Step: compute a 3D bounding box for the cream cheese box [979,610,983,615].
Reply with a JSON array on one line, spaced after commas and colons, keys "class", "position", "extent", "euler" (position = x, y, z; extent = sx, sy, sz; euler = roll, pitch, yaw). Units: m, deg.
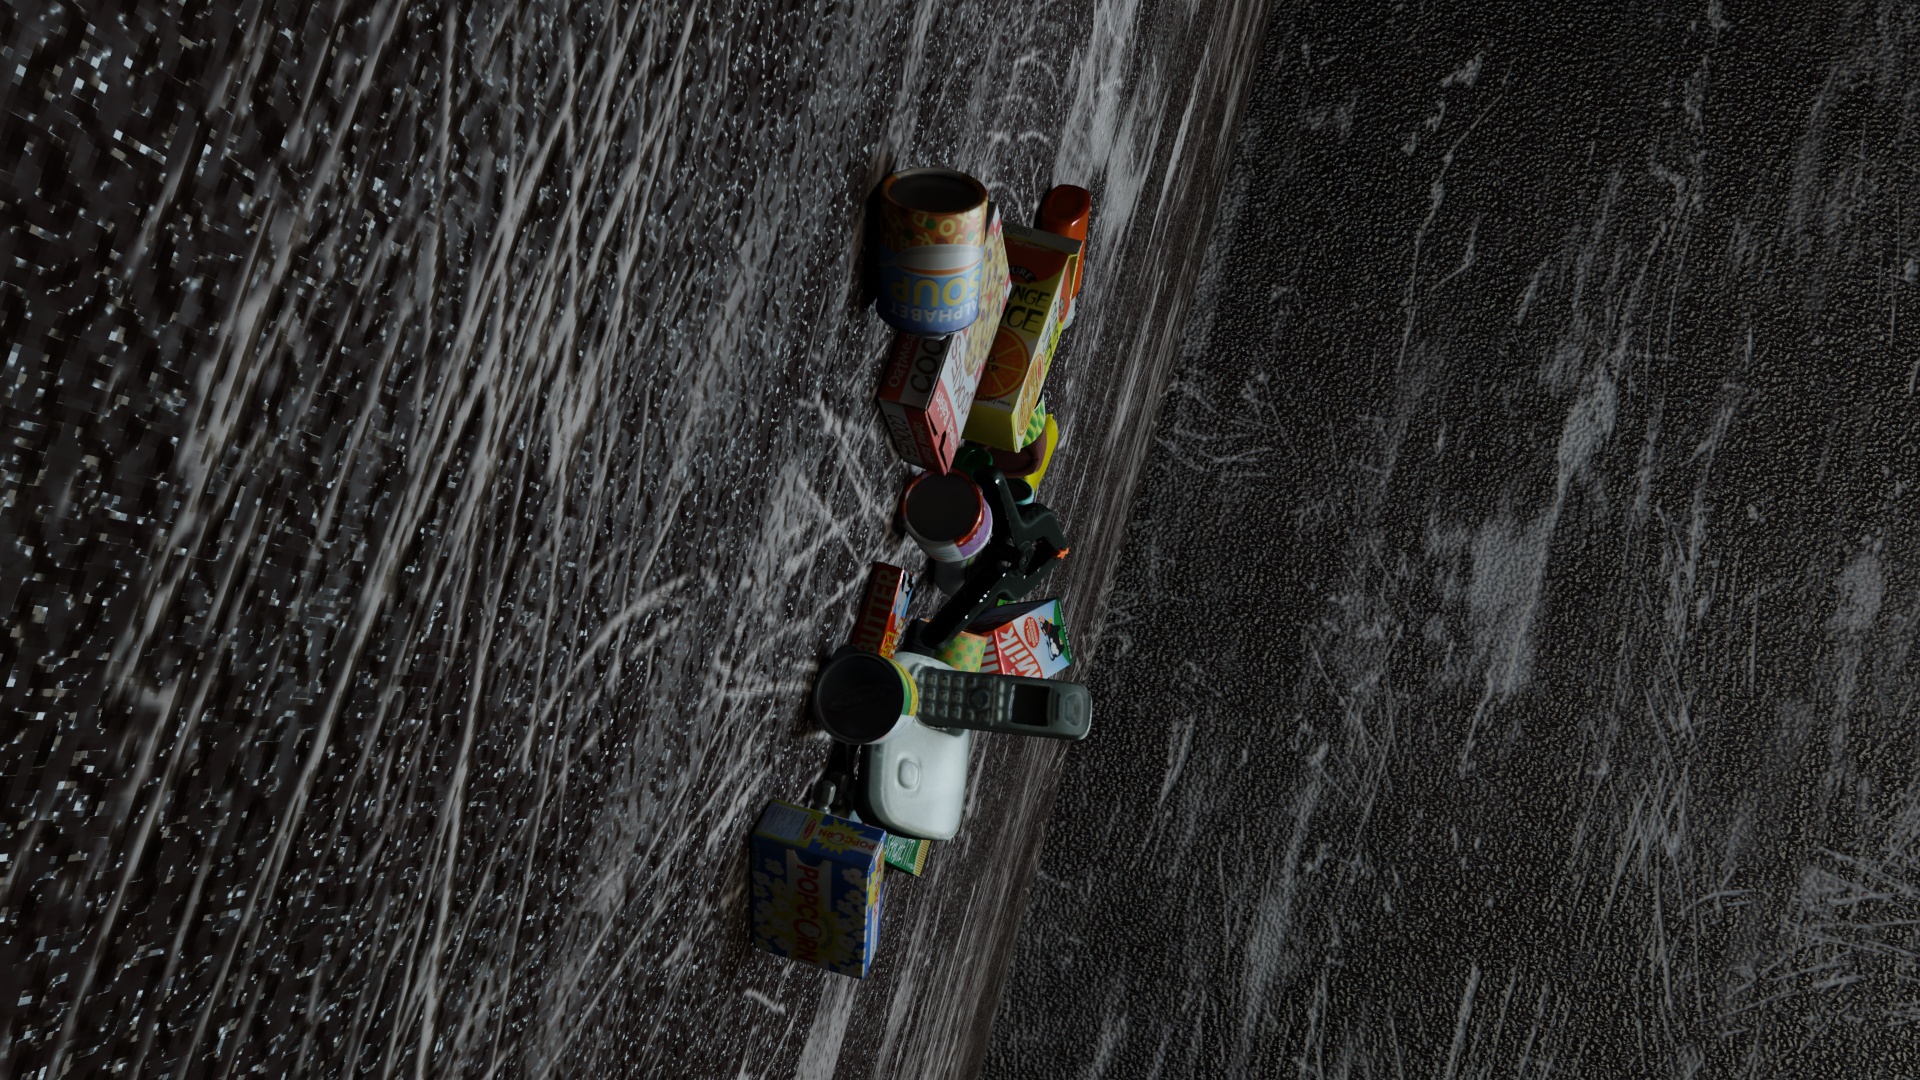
[{"class": "cream cheese box", "position": [0.014, 0.036, 1.403], "extent": [0.103, 0.024, 0.053], "euler": [69, 37, -71]}]

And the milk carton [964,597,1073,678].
[{"class": "milk carton", "position": [0.035, 0.113, 1.367], "extent": [0.191, 0.073, 0.072], "euler": [-18, 98, -60]}]

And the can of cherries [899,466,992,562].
[{"class": "can of cherries", "position": [-0.010, -0.023, 1.101], "extent": [0.058, 0.071, 0.071], "euler": [55, 51, -74]}]

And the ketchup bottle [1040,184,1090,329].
[{"class": "ketchup bottle", "position": [0.099, -0.273, 1.365], "extent": [0.148, 0.043, 0.065], "euler": [91, 19, -51]}]

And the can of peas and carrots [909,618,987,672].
[{"class": "can of peas and carrots", "position": [-0.012, 0.106, 1.250], "extent": [0.071, 0.071, 0.058], "euler": [17, 87, -79]}]

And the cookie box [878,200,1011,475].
[{"class": "cookie box", "position": [-0.008, -0.148, 1.017], "extent": [0.122, 0.040, 0.168], "euler": [71, 36, -71]}]

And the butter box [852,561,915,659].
[{"class": "butter box", "position": [-0.063, 0.070, 1.070], "extent": [0.053, 0.024, 0.103], "euler": [46, 59, -78]}]

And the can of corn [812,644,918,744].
[{"class": "can of corn", "position": [-0.068, 0.112, 1.001], "extent": [0.058, 0.071, 0.071], "euler": [47, 58, -77]}]

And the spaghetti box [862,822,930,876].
[{"class": "spaghetti box", "position": [-0.063, 0.290, 1.345], "extent": [0.249, 0.029, 0.050], "euler": [69, 37, -72]}]

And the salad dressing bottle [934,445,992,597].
[{"class": "salad dressing bottle", "position": [0.004, -0.016, 1.236], "extent": [0.064, 0.044, 0.146], "euler": [-52, 155, -44]}]

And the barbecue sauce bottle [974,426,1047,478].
[{"class": "barbecue sauce bottle", "position": [0.052, -0.103, 1.321], "extent": [0.149, 0.065, 0.043], "euler": [-71, 163, -67]}]

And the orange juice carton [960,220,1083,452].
[{"class": "orange juice carton", "position": [0.040, -0.176, 1.135], "extent": [0.072, 0.072, 0.193], "euler": [79, 29, -66]}]

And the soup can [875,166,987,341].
[{"class": "soup can", "position": [-0.018, -0.177, 0.857], "extent": [0.072, 0.071, 0.083], "euler": [-62, 163, -48]}]

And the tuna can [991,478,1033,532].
[{"class": "tuna can", "position": [0.036, -0.037, 1.302], "extent": [0.071, 0.071, 0.032], "euler": [-56, 158, -59]}]

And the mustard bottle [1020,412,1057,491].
[{"class": "mustard bottle", "position": [0.070, -0.095, 1.441], "extent": [0.161, 0.049, 0.065], "euler": [-59, 161, -56]}]

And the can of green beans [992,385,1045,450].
[{"class": "can of green beans", "position": [0.041, -0.120, 1.224], "extent": [0.057, 0.071, 0.071], "euler": [78, 29, -67]}]

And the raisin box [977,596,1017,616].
[{"class": "raisin box", "position": [0.031, 0.118, 1.473], "extent": [0.085, 0.040, 0.124], "euler": [61, 36, -31]}]

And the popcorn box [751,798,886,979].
[{"class": "popcorn box", "position": [-0.099, 0.244, 0.965], "extent": [0.038, 0.085, 0.126], "euler": [-63, 163, -50]}]
